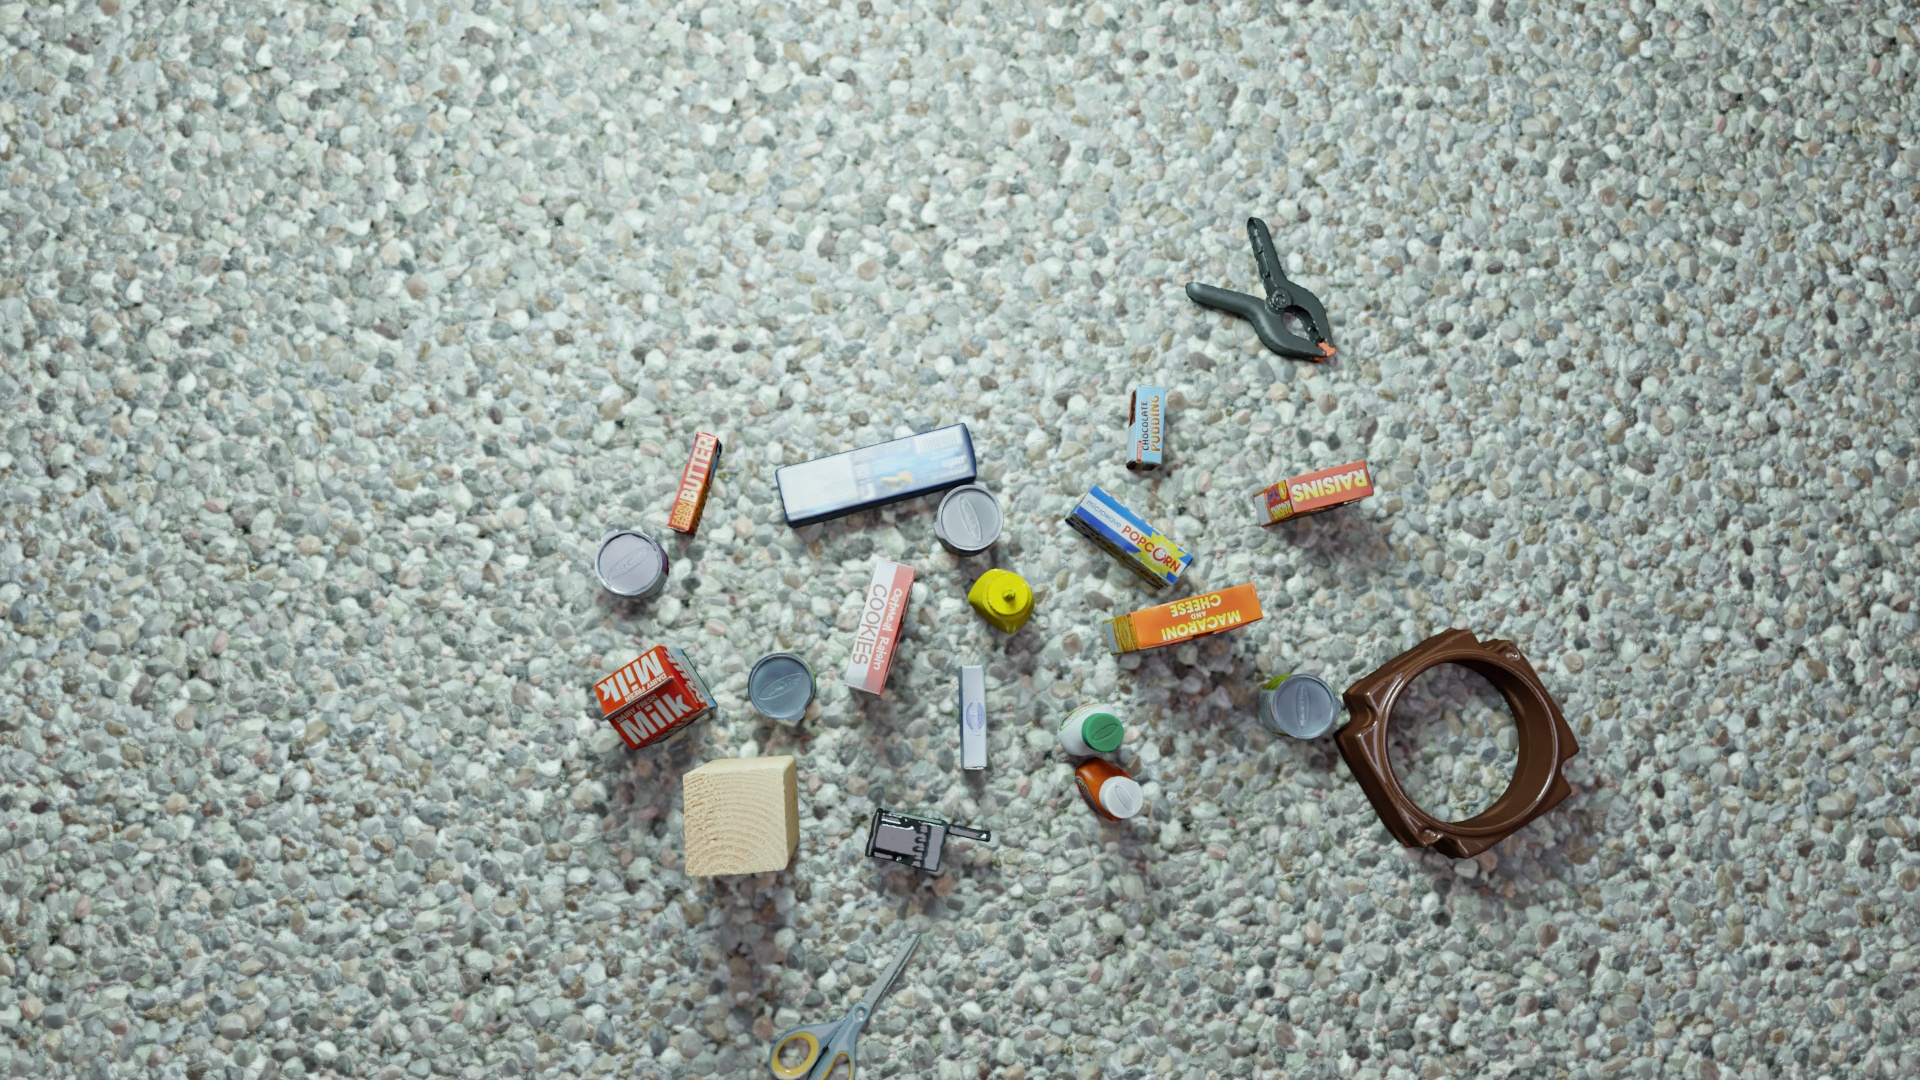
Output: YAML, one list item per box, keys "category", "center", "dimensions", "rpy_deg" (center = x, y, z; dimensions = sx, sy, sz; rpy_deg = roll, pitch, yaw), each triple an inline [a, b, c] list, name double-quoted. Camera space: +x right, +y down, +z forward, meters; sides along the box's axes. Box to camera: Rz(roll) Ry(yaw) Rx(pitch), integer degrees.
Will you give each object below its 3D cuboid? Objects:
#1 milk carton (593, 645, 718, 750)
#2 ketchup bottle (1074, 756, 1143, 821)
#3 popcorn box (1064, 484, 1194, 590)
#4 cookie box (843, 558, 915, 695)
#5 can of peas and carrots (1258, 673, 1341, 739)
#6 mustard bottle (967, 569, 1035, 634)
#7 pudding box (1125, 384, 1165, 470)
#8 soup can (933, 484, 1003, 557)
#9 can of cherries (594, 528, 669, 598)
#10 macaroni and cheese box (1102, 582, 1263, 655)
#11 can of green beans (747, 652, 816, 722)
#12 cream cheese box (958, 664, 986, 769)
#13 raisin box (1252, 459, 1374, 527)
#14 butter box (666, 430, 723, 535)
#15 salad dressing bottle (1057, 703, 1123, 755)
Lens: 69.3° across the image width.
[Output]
- category: "milk carton"
  center: [-0.291, 0.149, 1.323]
  dimensions: [0.072, 0.190, 0.073]
  rpy_deg: [-33, 87, -6]
- category: "ketchup bottle"
  center: [0.148, 0.246, 1.360]
  dimensions: [0.043, 0.148, 0.065]
  rpy_deg: [-33, 87, -6]
- category: "popcorn box"
  center: [0.170, -0.002, 1.423]
  dimensions: [0.127, 0.085, 0.038]
  rpy_deg: [37, 83, 1]
- category: "cookie box"
  center: [-0.078, 0.088, 1.355]
  dimensions: [0.040, 0.167, 0.123]
  rpy_deg: [15, 83, -2]
- category: "can of peas and carrots"
  center: [0.347, 0.170, 1.427]
  dimensions: [0.071, 0.058, 0.071]
  rpy_deg: [0, 84, -3]
- category: "mustard bottle"
  center: [0.044, 0.058, 1.370]
  dimensions: [0.065, 0.160, 0.049]
  rpy_deg: [39, 83, 1]
- category: "pudding box"
  center: [0.194, -0.118, 1.456]
  dimensions: [0.030, 0.049, 0.084]
  rpy_deg: [4, 83, -3]
- category: "soup can"
  center: [0.005, -0.018, 1.415]
  dimensions: [0.071, 0.083, 0.071]
  rpy_deg: [0, 84, -3]
- category: "can of cherries"
  center: [-0.331, 0.022, 1.402]
  dimensions: [0.071, 0.058, 0.071]
  rpy_deg: [0, 84, -3]
- category: "macaroni and cheese box"
  center: [0.217, 0.080, 1.375]
  dimensions: [0.124, 0.166, 0.040]
  rpy_deg: [-14, 85, -5]
- category: "can of green beans"
  center: [-0.179, 0.146, 1.397]
  dimensions: [0.071, 0.057, 0.071]
  rpy_deg: [0, 84, -3]
- category: "cream cheese box"
  center: [0.012, 0.178, 1.408]
  dimensions: [0.024, 0.053, 0.104]
  rpy_deg: [-1, 84, -3]
- category: "raisin box"
  center: [0.358, -0.046, 1.420]
  dimensions: [0.086, 0.123, 0.040]
  rpy_deg: [-13, 85, -5]
- category: "butter box"
  center: [-0.270, -0.057, 1.418]
  dimensions: [0.024, 0.053, 0.103]
  rpy_deg: [16, 83, -2]
- category: "salad dressing bottle"
  center: [0.131, 0.187, 1.367]
  dimensions: [0.064, 0.147, 0.044]
  rpy_deg: [-29, 86, -6]
